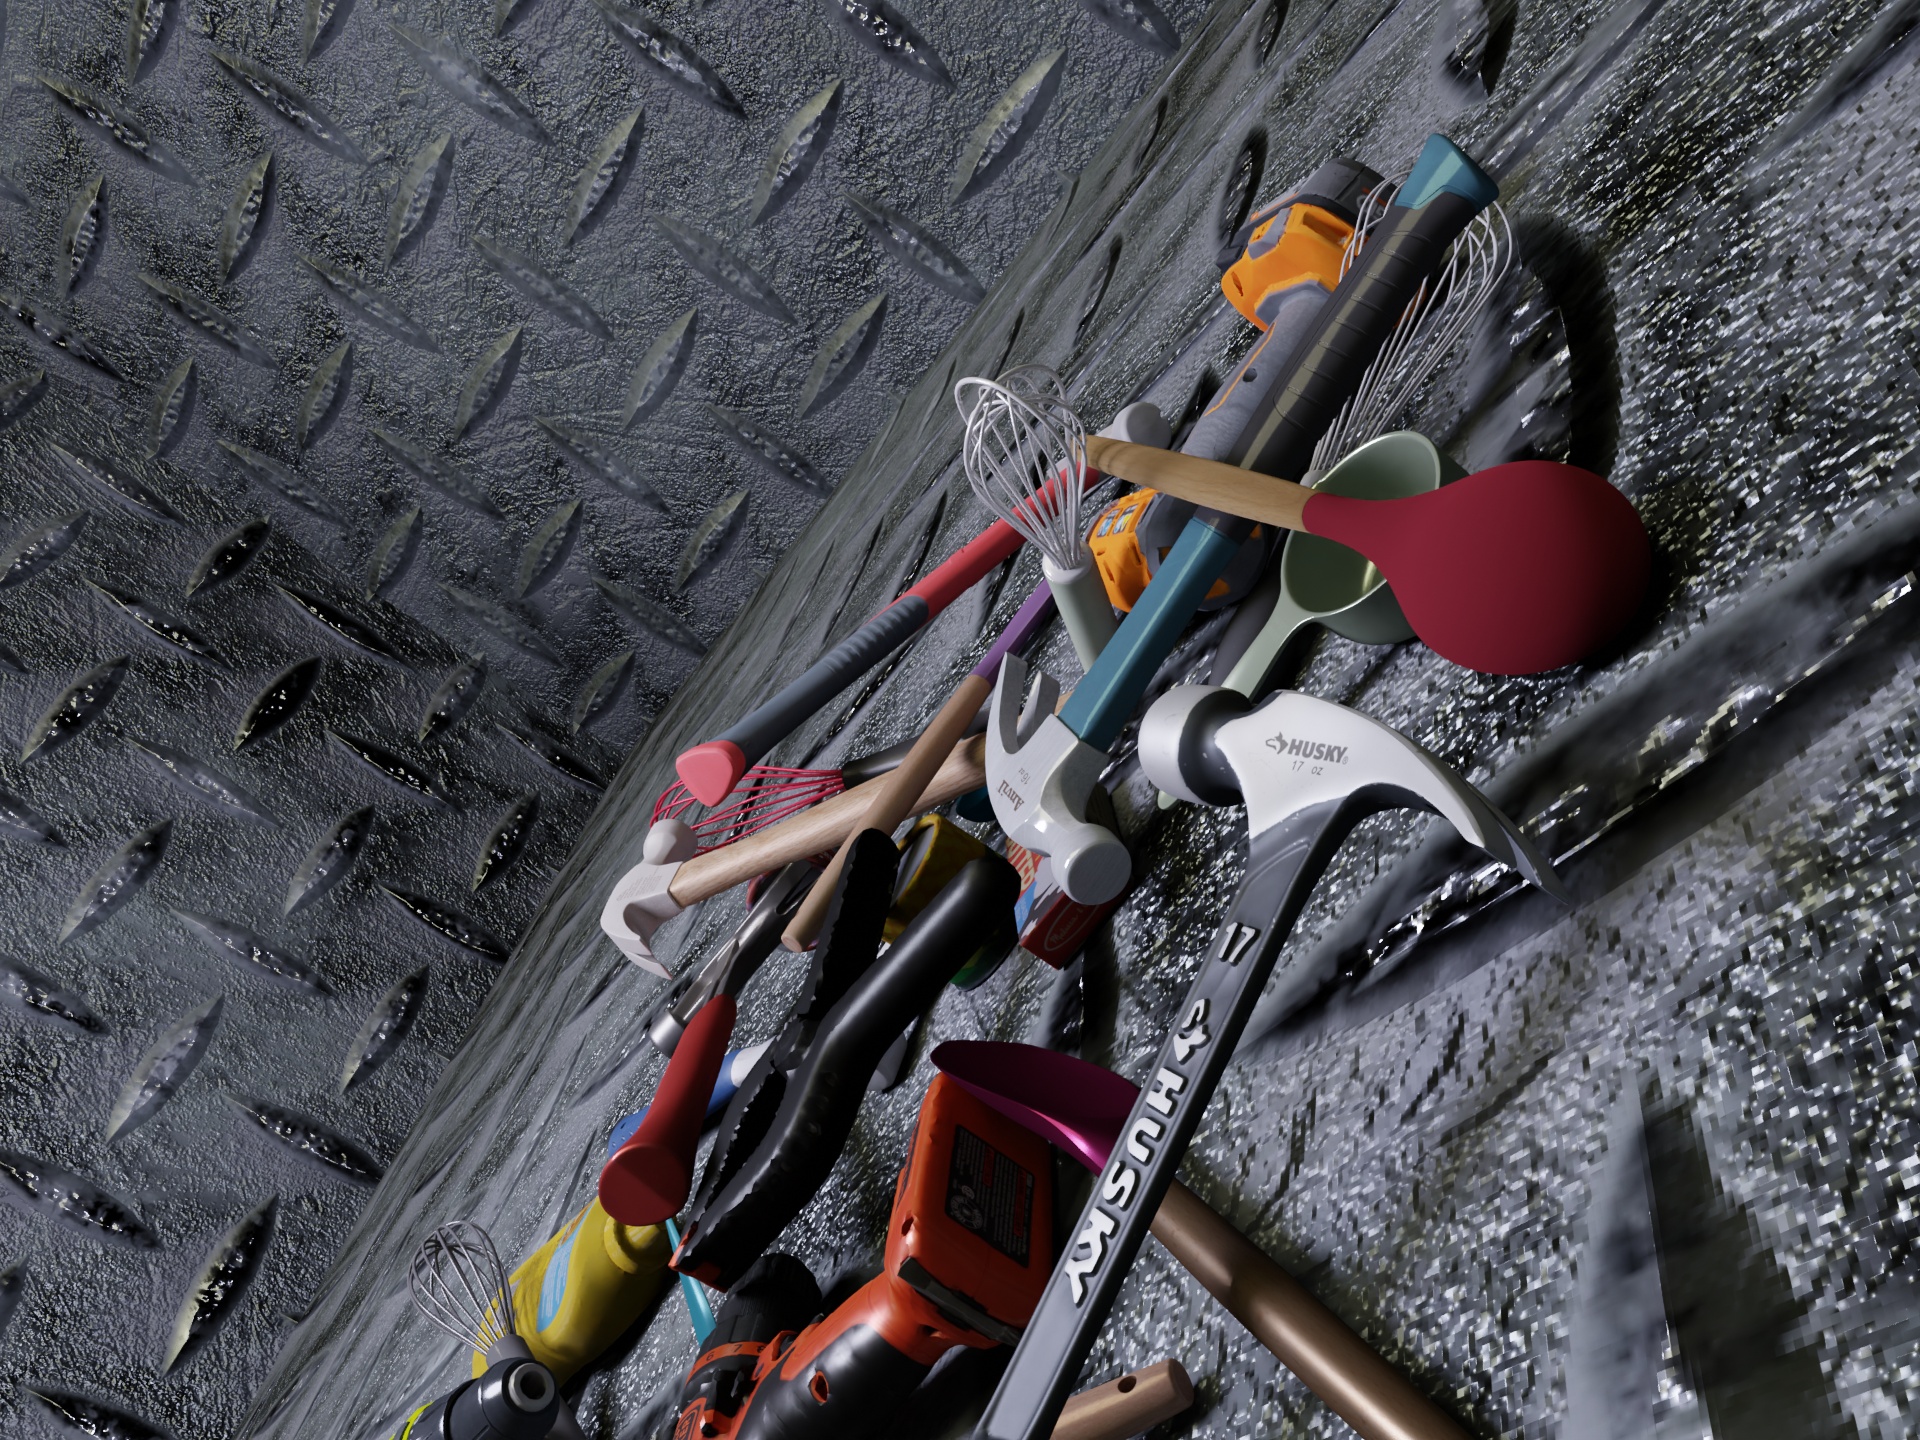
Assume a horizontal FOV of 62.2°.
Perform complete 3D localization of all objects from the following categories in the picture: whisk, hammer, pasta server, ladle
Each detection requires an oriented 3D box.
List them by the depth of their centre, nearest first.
[{"bbox_3d":[0.016,0.178,0.391,0.409,0.036,0.149,-64,25,-7],"label":"hammer"},{"bbox_3d":[-0.064,0.260,0.473,0.316,0.040,0.060,-32,25,17],"label":"pasta server"},{"bbox_3d":[0.118,-0.081,0.584,0.069,0.031,0.316,-61,29,3],"label":"ladle"},{"bbox_3d":[0.113,-0.089,0.652,0.331,0.033,0.128,-57,30,8],"label":"hammer"},{"bbox_3d":[0.168,-0.121,0.682,0.285,0.070,0.070,-65,15,-15],"label":"whisk"},{"bbox_3d":[0.047,-0.078,0.731,0.058,0.059,0.246,-53,-29,-14],"label":"whisk"},{"bbox_3d":[-0.130,0.165,0.834,0.149,0.036,0.359,-50,6,2],"label":"hammer"},{"bbox_3d":[-0.250,0.348,0.868,0.239,0.055,0.055,27,81,51],"label":"whisk"},{"bbox_3d":[-0.068,0.056,0.870,0.331,0.031,0.130,-23,27,27],"label":"hammer"},{"bbox_3d":[-0.121,0.200,0.950,0.405,0.035,0.144,-40,20,48],"label":"hammer"},{"bbox_3d":[-0.082,0.041,0.980,0.296,0.073,0.073,-18,32,29],"label":"whisk"},{"bbox_3d":[-0.028,-0.074,1.025,0.386,0.038,0.143,-40,7,-22],"label":"hammer"}]

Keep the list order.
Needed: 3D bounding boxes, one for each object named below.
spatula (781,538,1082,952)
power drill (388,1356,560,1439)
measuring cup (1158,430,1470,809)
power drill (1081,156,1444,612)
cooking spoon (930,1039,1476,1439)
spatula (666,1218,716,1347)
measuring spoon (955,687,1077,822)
[{"bbox_3d":[-0.001,-0.003,0.823,0.316,0.018,0.059,-54,5,-34],"label":"spatula"},{"bbox_3d":[-0.256,0.421,0.727,0.190,0.080,0.229,-48,23,29],"label":"power drill"},{"bbox_3d":[0.133,-0.028,0.593,0.167,0.038,0.083,-57,25,16],"label":"measuring cup"},{"bbox_3d":[0.138,-0.155,0.808,0.226,0.084,0.164,-60,12,-5],"label":"power drill"},{"bbox_3d":[0.058,0.139,0.453,0.319,0.068,0.017,-163,80,-72],"label":"cooking spoon"},{"bbox_3d":[-0.120,0.307,0.597,0.044,0.082,0.318,-8,17,6],"label":"spatula"},{"bbox_3d":[0.049,0.012,0.860,0.128,0.021,0.042,-43,15,12],"label":"measuring spoon"}]
